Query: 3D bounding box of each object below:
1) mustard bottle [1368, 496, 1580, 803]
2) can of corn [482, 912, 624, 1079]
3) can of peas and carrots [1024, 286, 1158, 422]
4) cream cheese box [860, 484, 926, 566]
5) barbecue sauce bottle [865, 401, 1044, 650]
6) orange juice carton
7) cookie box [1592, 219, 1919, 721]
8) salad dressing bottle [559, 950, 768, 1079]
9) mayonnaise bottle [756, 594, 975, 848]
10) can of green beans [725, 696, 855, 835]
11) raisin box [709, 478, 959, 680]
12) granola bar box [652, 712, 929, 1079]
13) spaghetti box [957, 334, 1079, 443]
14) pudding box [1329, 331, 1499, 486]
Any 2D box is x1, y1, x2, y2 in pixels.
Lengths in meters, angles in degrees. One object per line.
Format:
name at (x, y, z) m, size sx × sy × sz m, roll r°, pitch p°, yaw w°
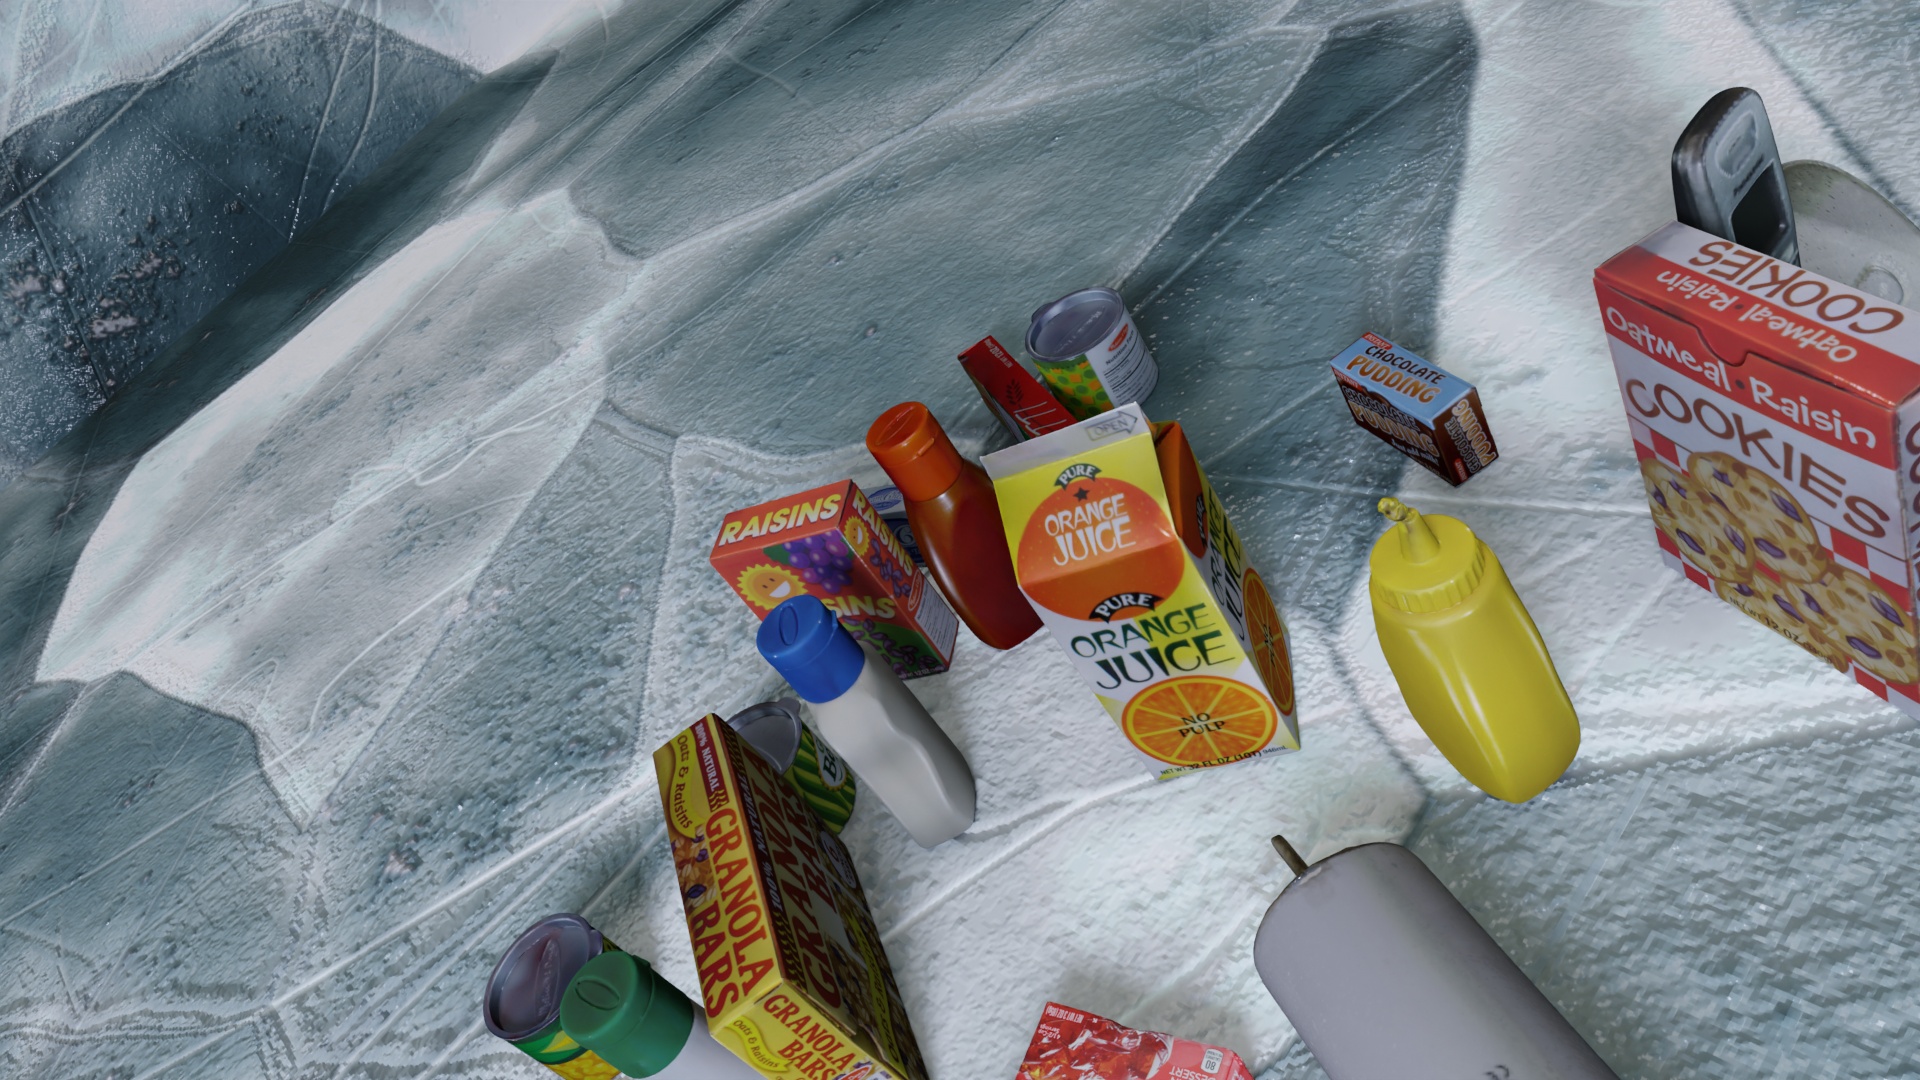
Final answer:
mustard bottle at (0.191, 0.036, 0.530) m, size 0.049 × 0.159 × 0.065 m, roll -39°, pitch 37°, yaw -4°
can of corn at (-0.192, 0.230, 0.697) m, size 0.071 × 0.058 × 0.071 m, roll -21°, pitch 39°, yaw 18°
can of peas and carrots at (0.080, -0.114, 0.862) m, size 0.071 × 0.058 × 0.071 m, roll -21°, pitch 39°, yaw 18°
cream cheese box at (-0.033, -0.009, 0.838) m, size 0.103 × 0.053 × 0.024 m, roll -7°, pitch 45°, yaw 32°
barbecue sauce bottle at (0.003, -0.009, 0.733) m, size 0.065 × 0.148 × 0.044 m, roll -47°, pitch 38°, yaw -15°
orange juice carton at (0.082, 0.018, 0.606) m, size 0.071 × 0.192 × 0.073 m, roll -17°, pitch 41°, yaw 23°
cookie box at (0.303, -0.025, 0.505) m, size 0.040 × 0.167 × 0.123 m, roll -37°, pitch 37°, yaw -1°
salad dressing bottle at (-0.104, 0.218, 0.569) m, size 0.064 × 0.147 × 0.044 m, roll 7°, pitch 54°, yaw 42°
mayonnaise bottle at (-0.043, 0.085, 0.666) m, size 0.041 × 0.147 × 0.065 m, roll -28°, pitch 38°, yaw 9°
can of green beans at (-0.097, 0.129, 0.735) m, size 0.071 × 0.057 × 0.071 m, roll -21°, pitch 39°, yaw 18°
raisin box at (-0.067, 0.028, 0.767) m, size 0.086 × 0.123 × 0.040 m, roll -13°, pitch 42°, yaw 27°
granola bar box at (-0.076, 0.170, 0.619) m, size 0.039 × 0.123 × 0.166 m, roll -34°, pitch 37°, yaw 2°
spaghetti box at (0.063, -0.050, 0.813) m, size 0.029 × 0.050 × 0.251 m, roll -36°, pitch 37°, yaw 0°
pudding box at (0.230, -0.068, 0.706) m, size 0.030 × 0.049 × 0.084 m, roll -37°, pitch 37°, yaw -2°
